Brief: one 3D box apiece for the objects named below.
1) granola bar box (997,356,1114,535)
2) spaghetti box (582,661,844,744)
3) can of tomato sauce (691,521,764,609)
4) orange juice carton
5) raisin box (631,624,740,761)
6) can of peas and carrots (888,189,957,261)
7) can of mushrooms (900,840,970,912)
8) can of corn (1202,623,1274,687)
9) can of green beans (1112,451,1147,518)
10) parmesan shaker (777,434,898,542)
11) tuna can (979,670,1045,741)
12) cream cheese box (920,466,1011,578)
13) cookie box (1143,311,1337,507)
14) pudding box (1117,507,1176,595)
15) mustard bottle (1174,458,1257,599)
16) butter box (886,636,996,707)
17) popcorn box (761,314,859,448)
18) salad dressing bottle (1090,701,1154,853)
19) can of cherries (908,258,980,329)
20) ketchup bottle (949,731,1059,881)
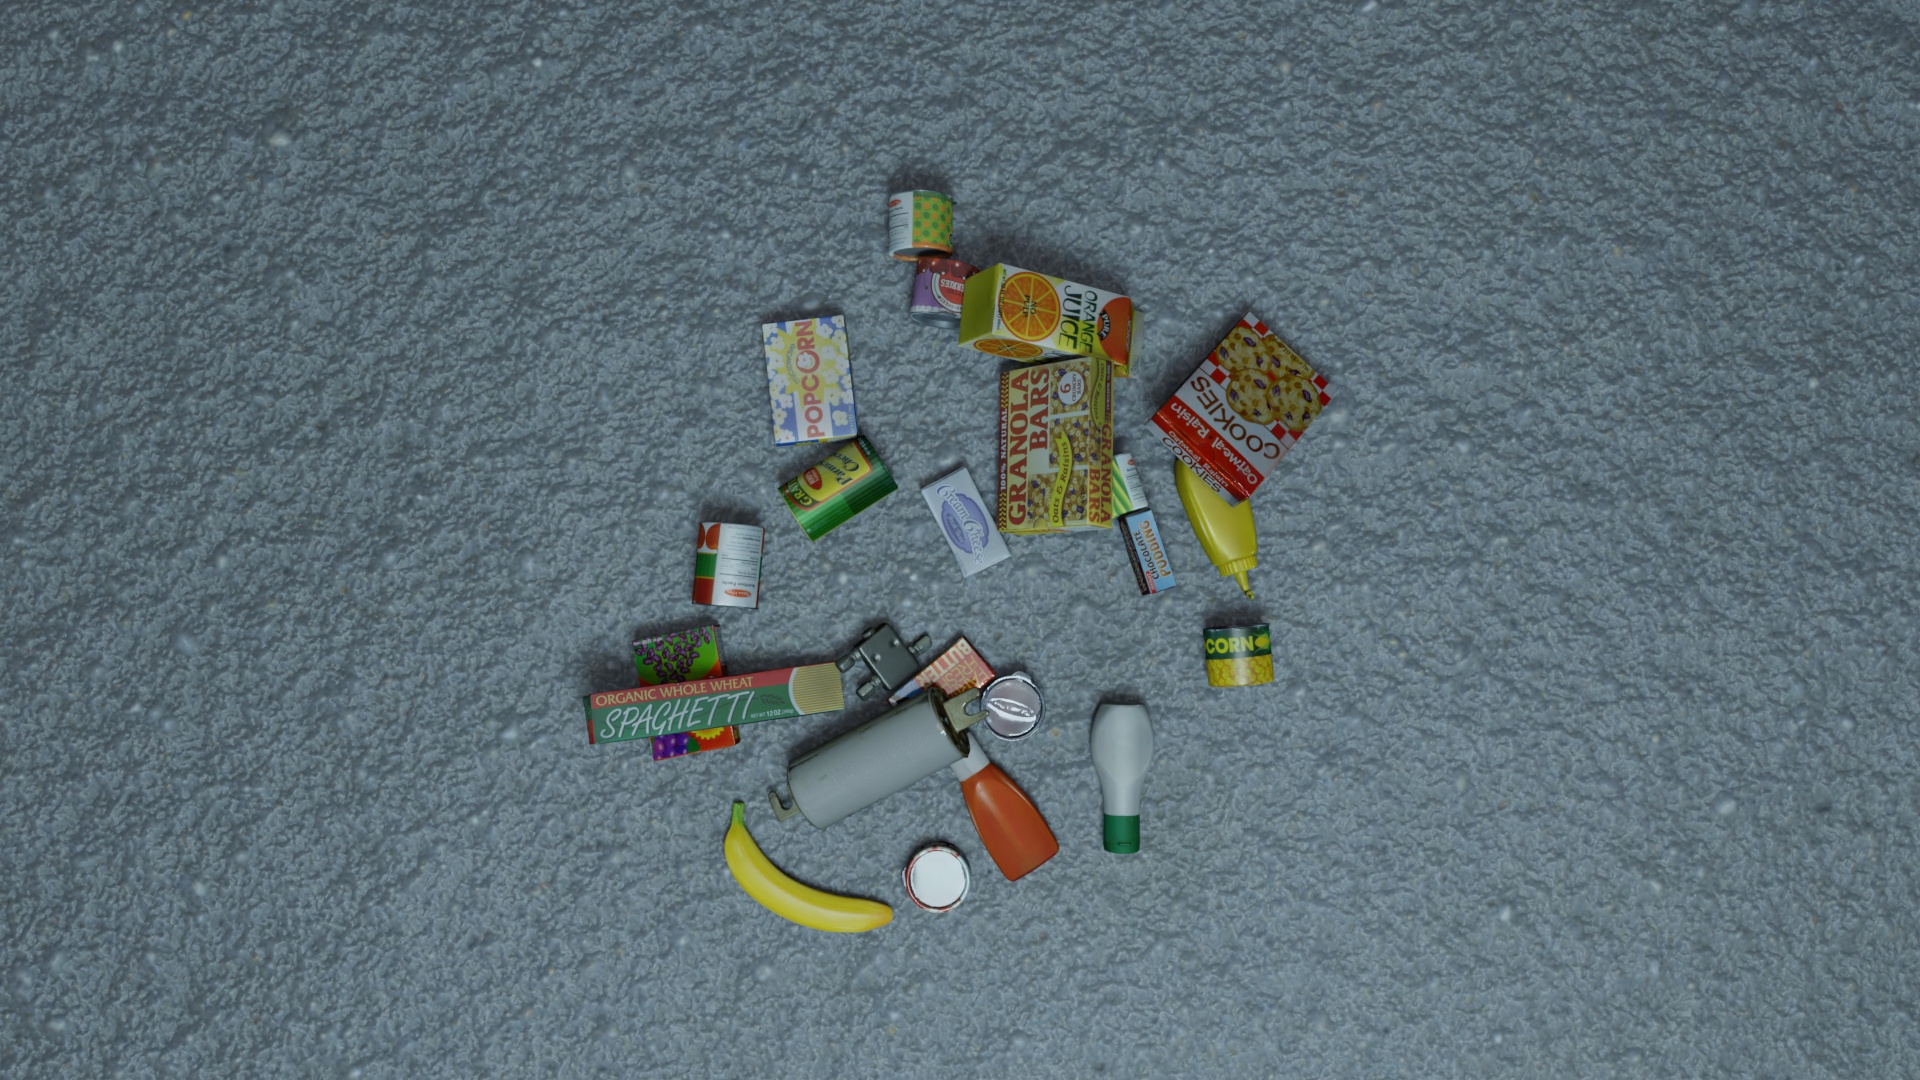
[{"bbox_3d":[0.092,-0.091,1.374,0.039,0.124,0.165,6,83,-43],"label":"granola bar box"},{"bbox_3d":[-0.237,0.158,1.357,0.251,0.028,0.050,-6,83,-22],"label":"spaghetti box"},{"bbox_3d":[-0.233,0.025,1.391,0.071,0.071,0.083,5,86,0],"label":"can of tomato sauce"},{"bbox_3d":[0.101,-0.214,1.384,0.193,0.073,0.072,9,82,-26],"label":"orange juice carton"},{"bbox_3d":[-0.275,0.153,1.395,0.086,0.040,0.123,-11,85,-2],"label":"raisin box"},{"bbox_3d":[-0.038,-0.319,1.413,0.071,0.071,0.058,0,88,0],"label":"can of peas and carrots"},{"bbox_3d":[-0.025,0.337,1.389,0.071,0.033,0.071,0,87,-1],"label":"can of mushrooms"},{"bbox_3d":[0.277,0.114,1.387,0.071,0.071,0.058,-5,88,-1],"label":"can of corn"},{"bbox_3d":[0.149,-0.051,1.398,0.071,0.071,0.058,-19,88,-1],"label":"can of green beans"},{"bbox_3d":[-0.124,-0.054,1.397,0.103,0.071,0.071,-33,88,-3],"label":"parmesan shaker"},{"bbox_3d":[0.053,0.166,1.400,0.071,0.033,0.071,0,87,-1],"label":"tuna can"},{"bbox_3d":[0.005,-0.018,1.415,0.053,0.024,0.104,-27,87,-2],"label":"cream cheese box"},{"bbox_3d":[0.281,-0.132,1.388,0.123,0.040,0.168,43,65,2],"label":"cookie box"},{"bbox_3d":[0.188,0.012,1.403,0.030,0.049,0.083,-17,88,-4],"label":"pudding box"},{"bbox_3d":[0.266,-0.015,1.405,0.065,0.049,0.160,-17,87,-8],"label":"mustard bottle"},{"bbox_3d":[-0.019,0.148,1.405,0.103,0.024,0.053,-39,89,-3],"label":"butter box"},{"bbox_3d":[-0.152,-0.161,1.415,0.085,0.038,0.126,-7,87,0],"label":"popcorn box"},{"bbox_3d":[0.162,0.237,1.393,0.064,0.044,0.147,1,88,-2],"label":"salad dressing bottle"},{"bbox_3d":[-0.014,-0.250,1.406,0.071,0.071,0.058,10,86,0],"label":"can of cherries"},{"bbox_3d":[0.035,0.262,1.389,0.065,0.043,0.149,-33,87,-3],"label":"ketchup bottle"}]
